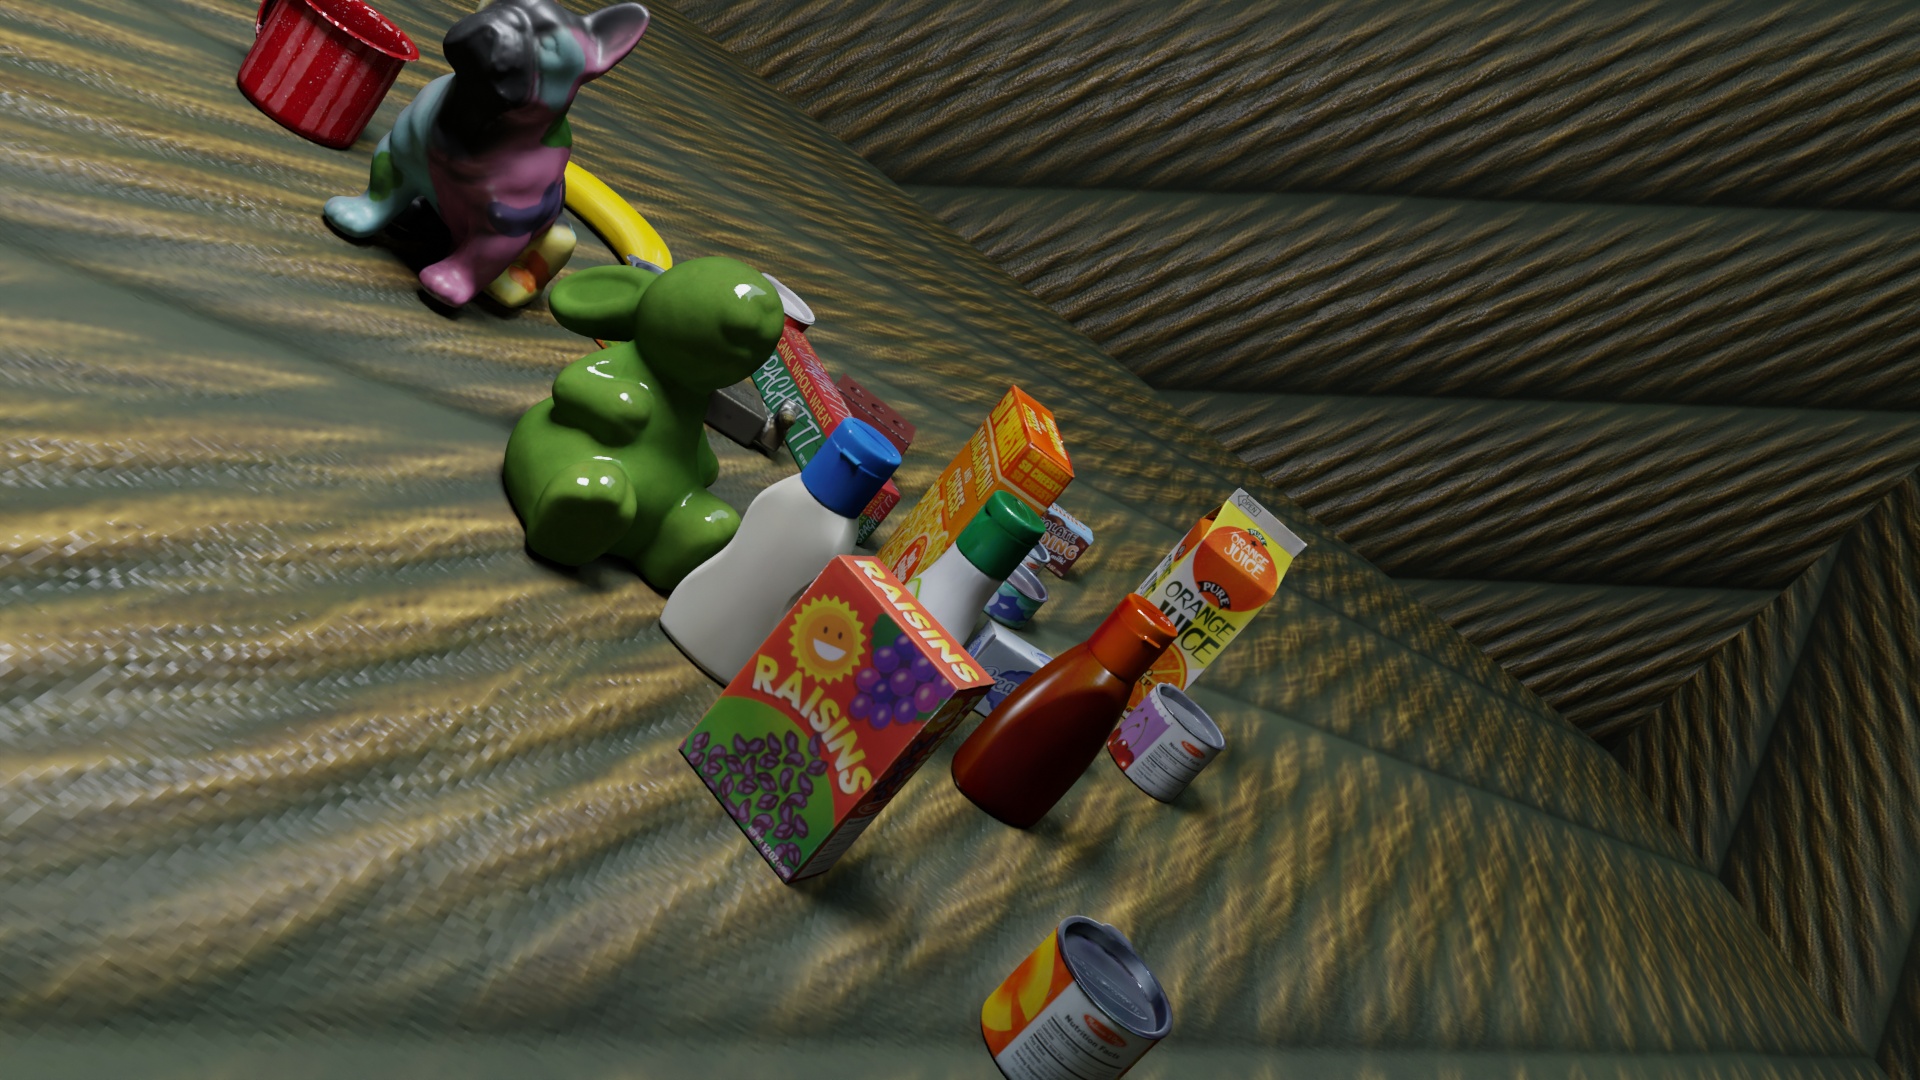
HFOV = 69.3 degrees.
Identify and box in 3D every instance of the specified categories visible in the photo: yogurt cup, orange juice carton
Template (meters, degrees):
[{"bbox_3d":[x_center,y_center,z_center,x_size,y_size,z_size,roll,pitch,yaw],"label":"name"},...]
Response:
[{"bbox_3d":[-0.169,-0.192,1.210,0.072,0.053,0.072,36,16,-12],"label":"yogurt cup"},{"bbox_3d":[0.181,0.052,1.092,0.072,0.192,0.073,39,16,-2],"label":"orange juice carton"}]

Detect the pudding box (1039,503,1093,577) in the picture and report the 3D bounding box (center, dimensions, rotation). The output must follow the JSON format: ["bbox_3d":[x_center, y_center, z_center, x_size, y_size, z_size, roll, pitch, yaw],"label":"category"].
[{"bbox_3d":[0.076,-0.011,1.279,0.083,0.049,0.030,37,16,-11],"label":"pudding box"}]

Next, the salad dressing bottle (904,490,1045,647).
[{"bbox_3d":[-0.011,0.037,0.788,0.044,0.147,0.064,33,17,-24],"label":"salad dressing bottle"}]

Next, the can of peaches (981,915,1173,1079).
[{"bbox_3d":[0.052,0.212,0.625,0.071,0.058,0.071,36,16,-12],"label":"can of peaches"}]

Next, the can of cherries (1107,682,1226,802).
[{"bbox_3d":[0.149,0.146,1.012,0.071,0.058,0.072,36,16,-12],"label":"can of cherries"}]

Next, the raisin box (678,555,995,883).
[{"bbox_3d":[-0.057,0.079,0.622,0.086,0.123,0.040,46,17,21],"label":"raisin box"}]

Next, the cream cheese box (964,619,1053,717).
[{"bbox_3d":[0.044,0.100,0.912,0.103,0.053,0.024,33,17,-22],"label":"cream cheese box"}]

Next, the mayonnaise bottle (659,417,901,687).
[{"bbox_3d":[-0.088,0.004,0.705,0.065,0.147,0.041,42,16,5],"label":"mayonnaise bottle"}]

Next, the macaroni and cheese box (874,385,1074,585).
[{"bbox_3d":[0.003,-0.011,0.914,0.040,0.166,0.124,35,17,-16],"label":"macaroni and cheese box"}]

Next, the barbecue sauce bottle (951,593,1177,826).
[{"bbox_3d":[0.063,0.095,0.795,0.065,0.148,0.044,33,17,-22],"label":"barbecue sauce bottle"}]

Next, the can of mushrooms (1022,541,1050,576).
[{"bbox_3d":[0.042,0.006,1.187,0.071,0.033,0.071,36,17,-12],"label":"can of mushrooms"}]

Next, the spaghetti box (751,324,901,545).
[{"bbox_3d":[-0.111,-0.090,1.076,0.028,0.050,0.251,26,21,-40],"label":"spaghetti box"}]

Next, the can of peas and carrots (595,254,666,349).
[{"bbox_3d":[-0.225,-0.160,0.994,0.071,0.058,0.071,36,16,-12],"label":"can of peas and carrots"}]

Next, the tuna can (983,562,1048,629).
[{"bbox_3d":[0.032,0.036,1.091,0.071,0.032,0.071,36,17,-12],"label":"tuna can"}]
